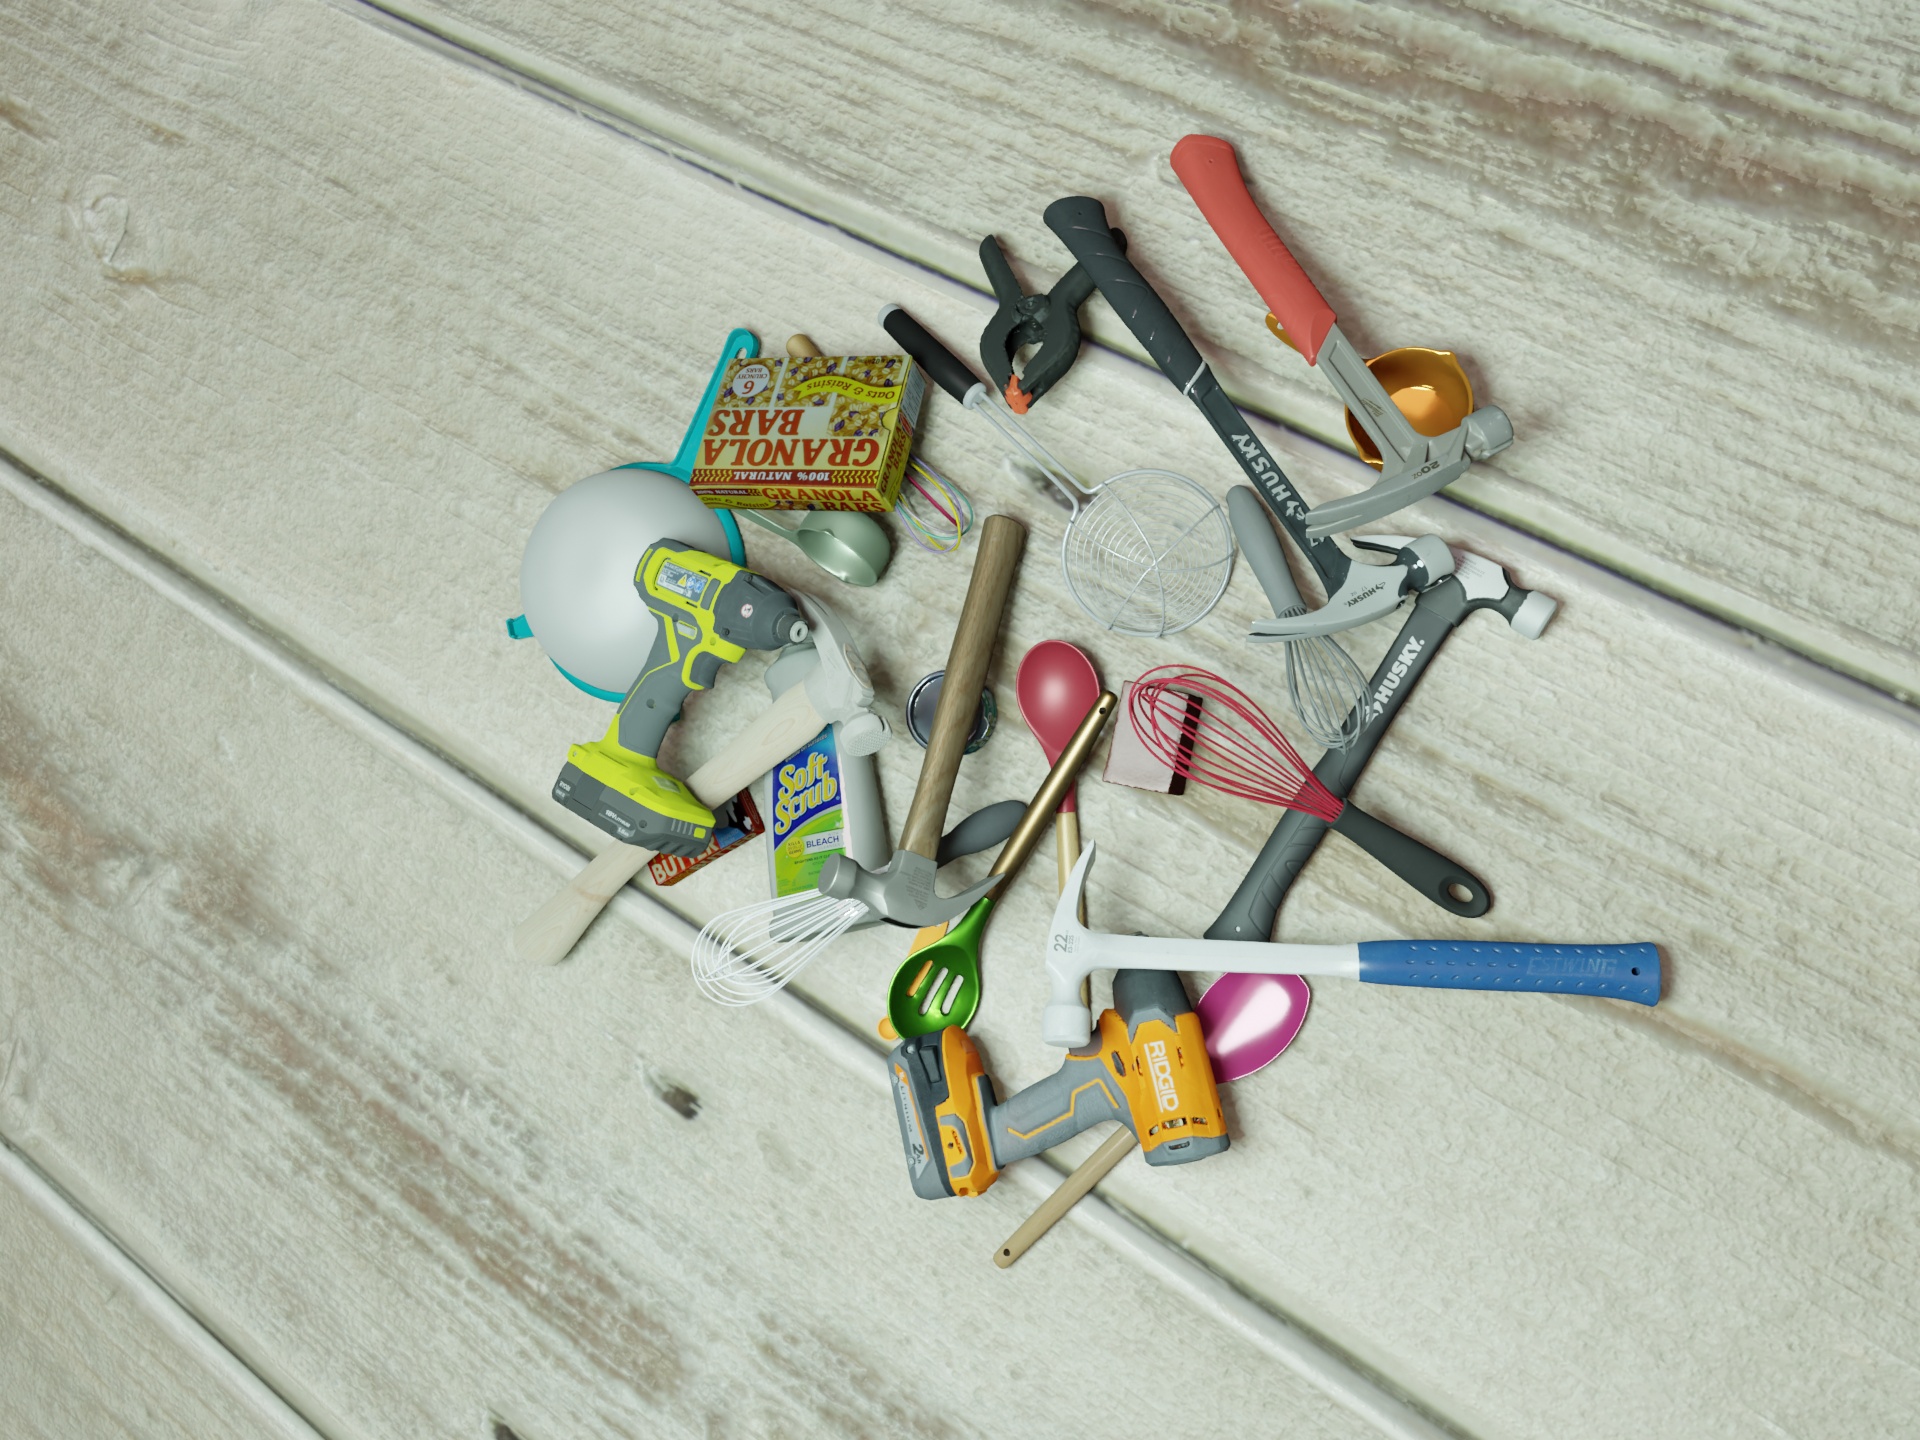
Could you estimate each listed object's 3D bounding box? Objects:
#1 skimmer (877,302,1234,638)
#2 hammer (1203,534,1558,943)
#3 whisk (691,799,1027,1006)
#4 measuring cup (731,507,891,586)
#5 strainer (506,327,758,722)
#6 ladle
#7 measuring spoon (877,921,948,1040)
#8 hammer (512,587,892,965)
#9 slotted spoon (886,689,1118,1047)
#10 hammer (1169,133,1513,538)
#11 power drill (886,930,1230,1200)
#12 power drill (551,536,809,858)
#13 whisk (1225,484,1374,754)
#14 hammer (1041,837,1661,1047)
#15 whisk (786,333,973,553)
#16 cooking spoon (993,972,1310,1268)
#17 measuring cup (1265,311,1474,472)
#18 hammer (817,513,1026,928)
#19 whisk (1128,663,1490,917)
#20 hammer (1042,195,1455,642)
[{"bbox_3d":[0.061,-0.209,1.245,0.127,0.090,0.364,-50,61,14],"label":"skimmer"},{"bbox_3d":[0.272,0.023,1.141,0.146,0.035,0.335,33,97,19],"label":"hammer"},{"bbox_3d":[-0.070,0.125,1.185,0.284,0.070,0.070,-27,73,-19],"label":"whisk"},{"bbox_3d":[-0.129,-0.164,1.284,0.168,0.083,0.038,28,73,17],"label":"measuring cup"},{"bbox_3d":[-0.266,-0.179,1.329,0.211,0.095,0.340,28,96,21],"label":"strainer"},{"bbox_3d":[0.082,0.096,1.210,0.069,0.031,0.315,-5,85,27],"label":"ladle"},{"bbox_3d":[-0.035,0.198,1.254,0.021,0.011,0.117,24,90,14],"label":"measuring spoon"},{"bbox_3d":[-0.229,0.066,1.284,0.410,0.038,0.146,-39,61,23],"label":"hammer"},{"bbox_3d":[0.036,0.113,1.205,0.070,0.031,0.313,29,102,-5],"label":"slotted spoon"},{"bbox_3d":[0.232,-0.290,1.131,0.149,0.036,0.359,-25,60,-1],"label":"hammer"},{"bbox_3d":[0.067,0.253,1.156,0.226,0.084,0.164,-16,77,14],"label":"power drill"},{"bbox_3d":[-0.212,-0.016,1.222,0.171,0.080,0.223,24,91,38],"label":"power drill"},{"bbox_3d":[0.234,-0.078,1.130,0.055,0.055,0.239,-27,56,16],"label":"whisk"},{"bbox_3d":[0.261,0.159,1.088,0.405,0.035,0.144,1,69,8],"label":"hammer"},{"bbox_3d":[-0.068,-0.231,1.289,0.051,0.047,0.245,-36,69,-5],"label":"whisk"},{"bbox_3d":[0.135,0.295,1.175,0.319,0.017,0.069,-47,71,10],"label":"cooking spoon"},{"bbox_3d":[0.293,-0.241,1.151,0.174,0.052,0.095,42,98,24],"label":"measuring cup"},{"bbox_3d":[-0.002,-0.004,1.188,0.031,0.130,0.331,-22,48,58],"label":"hammer"},{"bbox_3d":[0.242,0.053,1.092,0.295,0.073,0.073,32,97,-6],"label":"whisk"},{"bbox_3d":[0.175,-0.229,1.148,0.149,0.036,0.409,-28,69,-10],"label":"hammer"}]
